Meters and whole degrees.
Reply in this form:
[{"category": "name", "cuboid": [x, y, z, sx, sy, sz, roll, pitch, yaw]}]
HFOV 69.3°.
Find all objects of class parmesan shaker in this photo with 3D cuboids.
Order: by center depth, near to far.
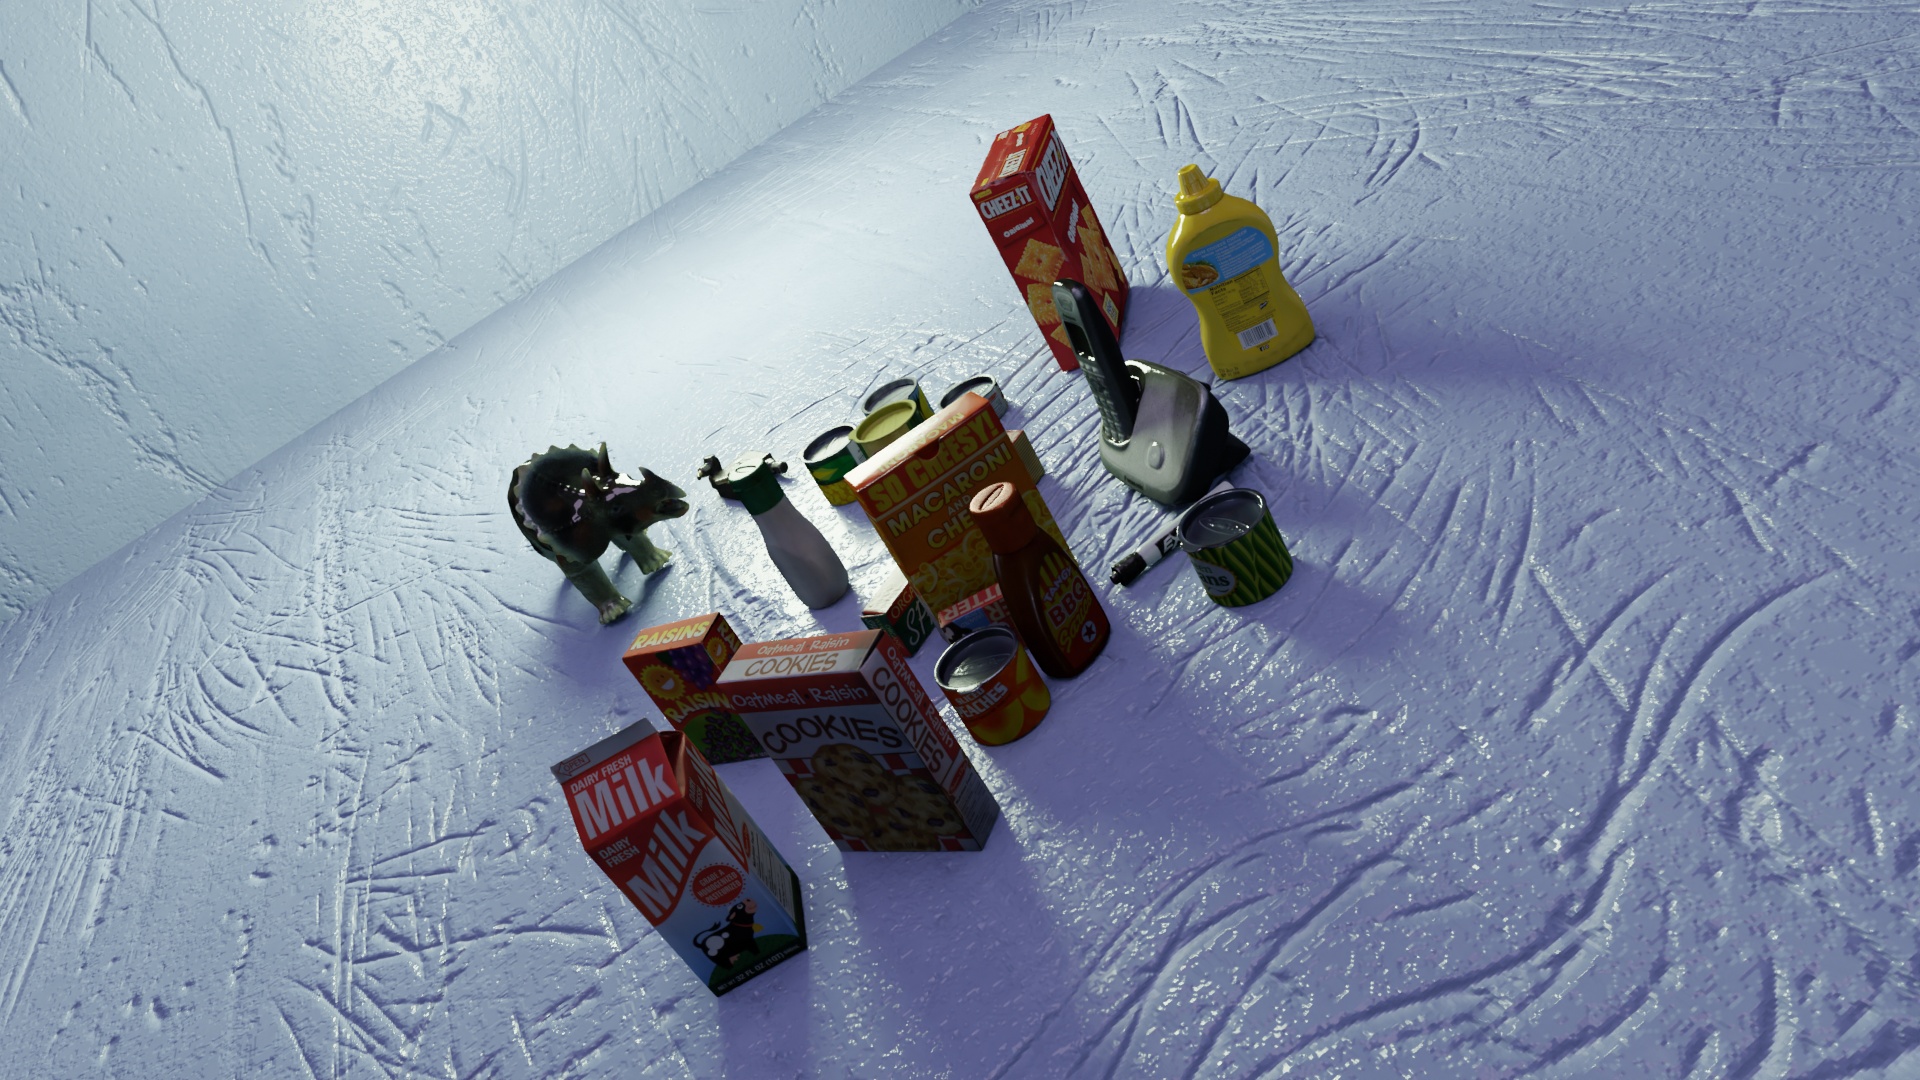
[{"category": "parmesan shaker", "cuboid": [-0.049, -0.070, 1.295, 0.071, 0.102, 0.071, -23, 29, 14]}]

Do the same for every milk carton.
[{"category": "milk carton", "cuboid": [-0.179, 0.195, 0.892, 0.072, 0.190, 0.074, -29, 28, 3]}]

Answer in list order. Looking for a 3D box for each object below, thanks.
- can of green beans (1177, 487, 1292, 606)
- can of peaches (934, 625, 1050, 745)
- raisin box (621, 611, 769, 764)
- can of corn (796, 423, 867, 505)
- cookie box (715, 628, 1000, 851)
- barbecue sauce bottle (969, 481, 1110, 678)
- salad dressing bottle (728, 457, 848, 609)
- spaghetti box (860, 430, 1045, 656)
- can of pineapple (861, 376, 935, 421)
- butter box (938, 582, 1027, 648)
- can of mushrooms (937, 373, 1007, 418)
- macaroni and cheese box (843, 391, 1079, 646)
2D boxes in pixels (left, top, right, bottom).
[{"category": "can of green beans", "cuboid": [0.196, 0.005, 0.989, 0.071, 0.057, 0.071, -23, 29, 14]}, {"category": "can of peaches", "cuboid": [0.023, 0.105, 0.989, 0.071, 0.058, 0.071, -23, 29, 14]}, {"category": "raisin box", "cuboid": [-0.198, 0.119, 1.106, 0.086, 0.123, 0.040, -13, 32, 30]}, {"category": "can of corn", "cuboid": [-0.124, -0.077, 1.425, 0.071, 0.058, 0.071, -23, 29, 14]}, {"category": "cookie box", "cuboid": [-0.065, 0.134, 0.909, 0.123, 0.167, 0.040, -9, 35, 35]}, {"category": "barbecue sauce bottle", "cuboid": [0.054, 0.026, 0.992, 0.043, 0.148, 0.065, 2, 41, 45]}, {"category": "salad dressing bottle", "cuboid": [-0.155, -0.006, 1.244, 0.064, 0.147, 0.044, 0, 40, 44]}, {"category": "spaghetti box", "cuboid": [-0.002, -0.001, 1.195, 0.028, 0.050, 0.251, -3, 38, 41]}, {"category": "can of pineapple", "cuboid": [-0.061, -0.128, 1.450, 0.071, 0.057, 0.071, -23, 29, 14]}, {"category": "butter box", "cuboid": [0.040, 0.057, 1.057, 0.103, 0.053, 0.024, -28, 28, 5]}, {"category": "can of mushrooms", "cuboid": [0.012, -0.139, 1.425, 0.071, 0.033, 0.071, -23, 29, 13]}, {"category": "macaroni and cheese box", "cuboid": [0.004, -0.014, 1.086, 0.124, 0.166, 0.040, -35, 28, -9]}]
